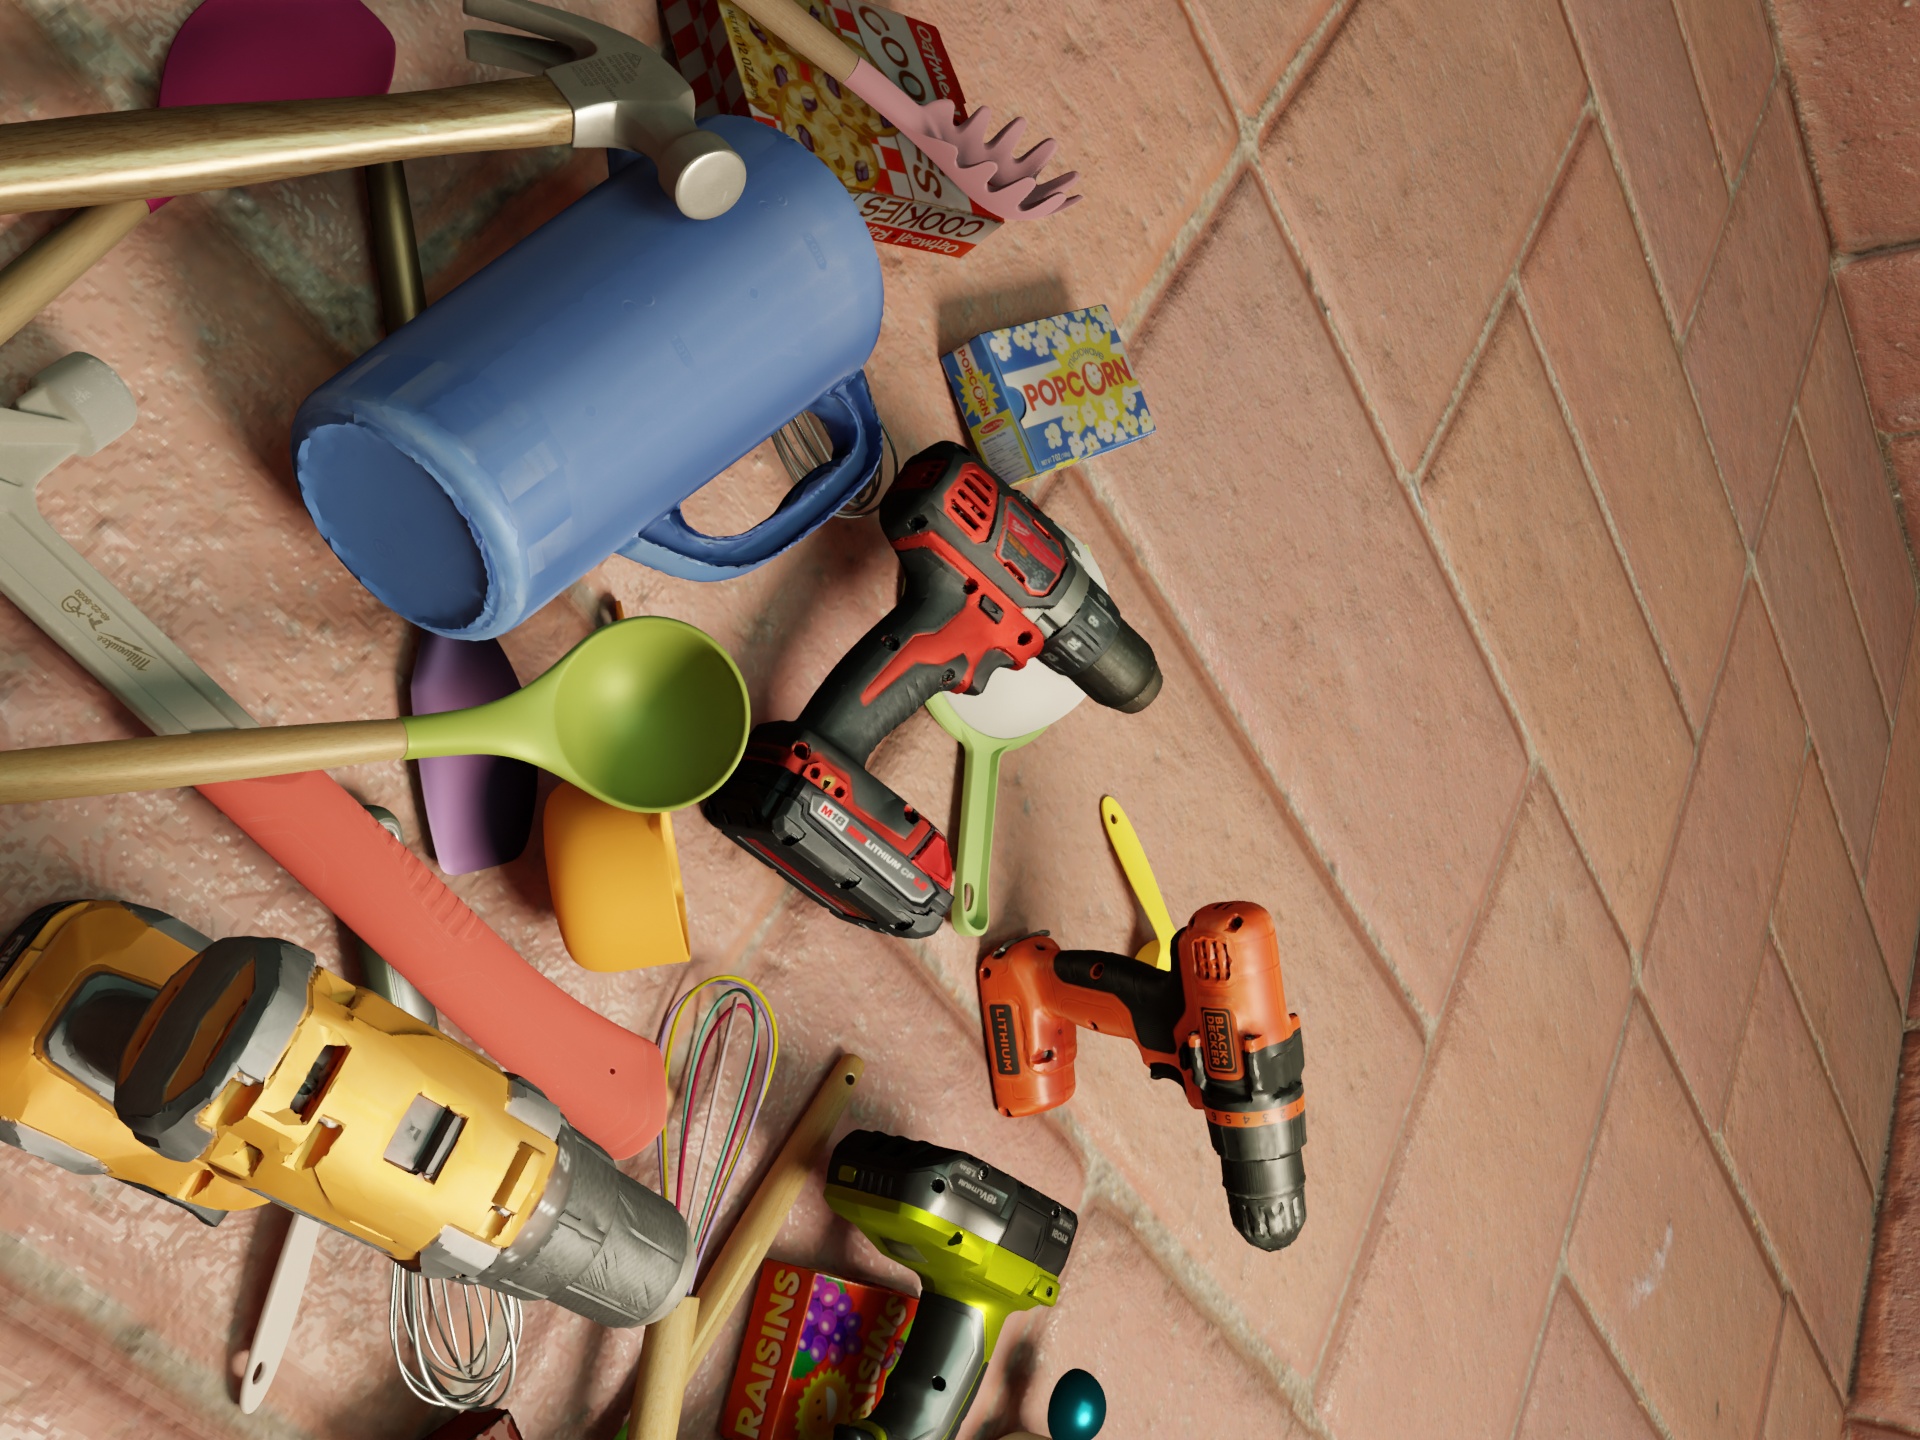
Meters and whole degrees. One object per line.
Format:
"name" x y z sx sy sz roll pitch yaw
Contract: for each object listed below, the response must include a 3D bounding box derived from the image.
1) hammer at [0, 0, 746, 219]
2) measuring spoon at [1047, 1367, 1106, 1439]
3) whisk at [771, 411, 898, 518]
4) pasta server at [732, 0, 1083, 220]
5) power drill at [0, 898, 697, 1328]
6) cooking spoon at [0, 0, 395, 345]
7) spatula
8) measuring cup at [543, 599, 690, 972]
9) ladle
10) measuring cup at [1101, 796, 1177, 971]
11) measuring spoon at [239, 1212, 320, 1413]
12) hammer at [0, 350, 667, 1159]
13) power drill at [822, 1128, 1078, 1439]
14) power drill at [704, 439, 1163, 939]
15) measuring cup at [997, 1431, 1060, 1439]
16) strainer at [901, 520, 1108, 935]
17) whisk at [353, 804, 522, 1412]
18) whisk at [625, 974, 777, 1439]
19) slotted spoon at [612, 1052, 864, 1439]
"hammer" -0.250 -0.206 0.562 0.331 0.031 0.130 -20 59 -31
"measuring spoon" 0.068 0.431 0.889 0.042 0.021 0.129 9 81 -47
"whisk" -0.102 -0.203 0.775 0.055 0.055 0.238 -50 119 -37
"pasta server" -0.069 -0.329 0.748 0.316 0.040 0.060 29 40 -31
"power drill" -0.204 0.129 0.510 0.185 0.226 0.084 45 57 -37
"cooking spoon" -0.311 -0.170 0.562 0.068 0.017 0.319 42 58 -19
"spatula" -0.218 -0.094 0.662 0.059 0.018 0.316 -15 100 -52
"measuring cup" -0.158 0.027 0.697 0.052 0.095 0.174 -11 67 -9
"ladle" -0.215 0.008 0.550 0.320 0.062 0.078 -7 92 -42
"measuring cup" 0.115 0.123 1.019 0.062 0.029 0.156 -27 96 -45
"measuring spoon" -0.258 0.199 0.606 0.034 0.018 0.124 47 56 -75
"hammer" -0.240 0.047 0.579 0.358 0.037 0.149 51 50 -23
"power drill" -0.042 0.314 0.732 0.190 0.080 0.229 40 60 -39
"power drill" -0.001 -0.003 0.804 0.187 0.080 0.227 41 70 -28
"measuring cup" 0.009 0.468 0.870 0.168 0.038 0.083 -46 120 -36
"strainer" 0.035 -0.006 0.896 0.151 0.069 0.256 18 73 -46
"whisk" -0.215 0.155 0.633 0.058 0.059 0.246 -12 93 -59
"whisk" -0.120 0.236 0.716 0.047 0.051 0.245 31 59 -48
"slotted spoon" -0.122 0.287 0.741 0.070 0.031 0.314 45 53 -19
